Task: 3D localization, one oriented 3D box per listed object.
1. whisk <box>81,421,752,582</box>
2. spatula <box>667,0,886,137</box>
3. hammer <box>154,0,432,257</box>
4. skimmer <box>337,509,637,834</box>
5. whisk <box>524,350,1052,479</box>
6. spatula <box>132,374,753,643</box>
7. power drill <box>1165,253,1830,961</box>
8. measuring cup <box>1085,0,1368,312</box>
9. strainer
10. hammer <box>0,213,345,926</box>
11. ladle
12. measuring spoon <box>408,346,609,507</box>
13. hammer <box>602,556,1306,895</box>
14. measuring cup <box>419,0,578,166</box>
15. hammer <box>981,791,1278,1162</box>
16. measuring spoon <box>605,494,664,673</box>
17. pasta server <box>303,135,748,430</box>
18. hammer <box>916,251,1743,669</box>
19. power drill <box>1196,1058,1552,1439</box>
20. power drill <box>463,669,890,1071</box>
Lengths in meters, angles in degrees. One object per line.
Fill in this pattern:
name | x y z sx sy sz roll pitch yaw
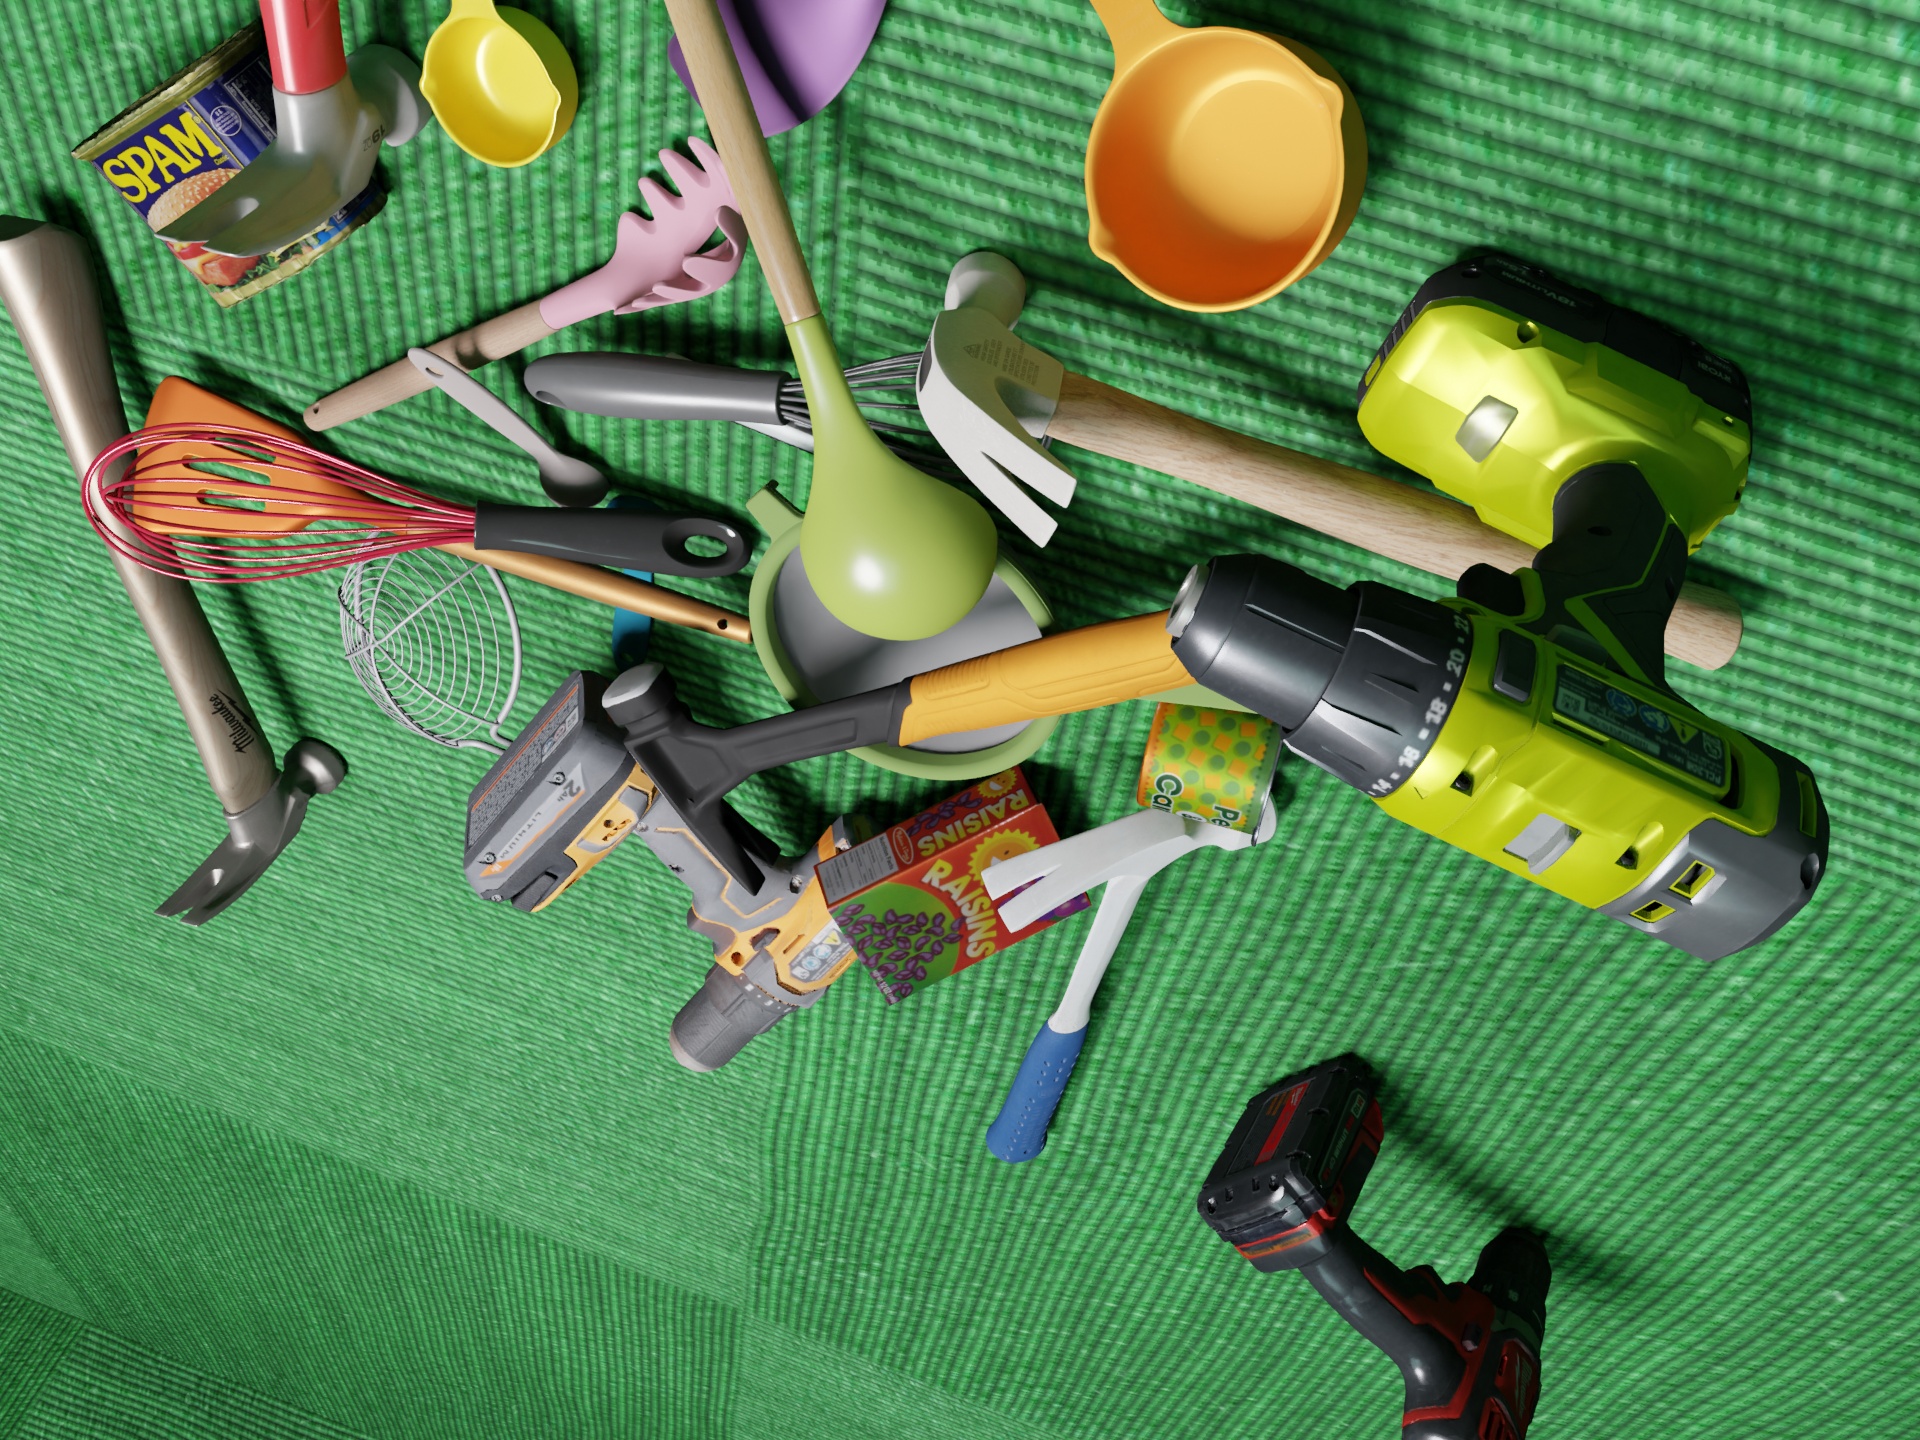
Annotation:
whisk | -0.244 -0.092 0.737 0.295 0.073 0.073 4 141 -14
spatula | 0.005 -0.288 0.503 0.316 0.018 0.059 -28 104 43
hammer | -0.227 -0.337 0.482 0.038 0.143 0.386 15 134 5
skimmer | -0.197 0.023 0.917 0.127 0.090 0.363 -25 130 35
whisk | -0.074 -0.135 0.669 0.239 0.055 0.055 8 137 14
spatula | -0.254 -0.090 0.788 0.322 0.041 0.081 17 98 9
power drill | 0.174 -0.051 0.513 0.190 0.229 0.080 25 139 -2
measuring cup | 0.072 -0.221 0.529 0.095 0.052 0.173 -25 95 34
strainer | 0.035 -0.042 0.710 0.256 0.069 0.151 8 132 16
hammer | -0.442 -0.069 0.865 0.038 0.146 0.410 12 133 14
ladle | -0.064 -0.177 0.591 0.078 0.062 0.320 -15 107 16
measuring spoon | -0.211 -0.131 0.737 0.034 0.018 0.124 -1 155 31
hammer | -0.001 -0.002 0.688 0.337 0.034 0.127 -14 121 33
measuring cup | -0.177 -0.288 0.590 0.062 0.029 0.156 10 125 16
hammer | 0.058 0.167 0.908 0.144 0.035 0.405 -15 148 -19
measuring spoon | -0.171 -0.061 0.819 0.042 0.021 0.128 22 137 2
pasta server | -0.204 -0.176 0.705 0.316 0.060 0.040 -10 164 36
hammer | 0.142 -0.082 0.602 0.331 0.130 0.031 18 134 -6
power drill | 0.258 0.308 0.925 0.226 0.188 0.080 51 131 -2
power drill | -0.157 0.095 0.866 0.226 0.084 0.185 33 110 -30
